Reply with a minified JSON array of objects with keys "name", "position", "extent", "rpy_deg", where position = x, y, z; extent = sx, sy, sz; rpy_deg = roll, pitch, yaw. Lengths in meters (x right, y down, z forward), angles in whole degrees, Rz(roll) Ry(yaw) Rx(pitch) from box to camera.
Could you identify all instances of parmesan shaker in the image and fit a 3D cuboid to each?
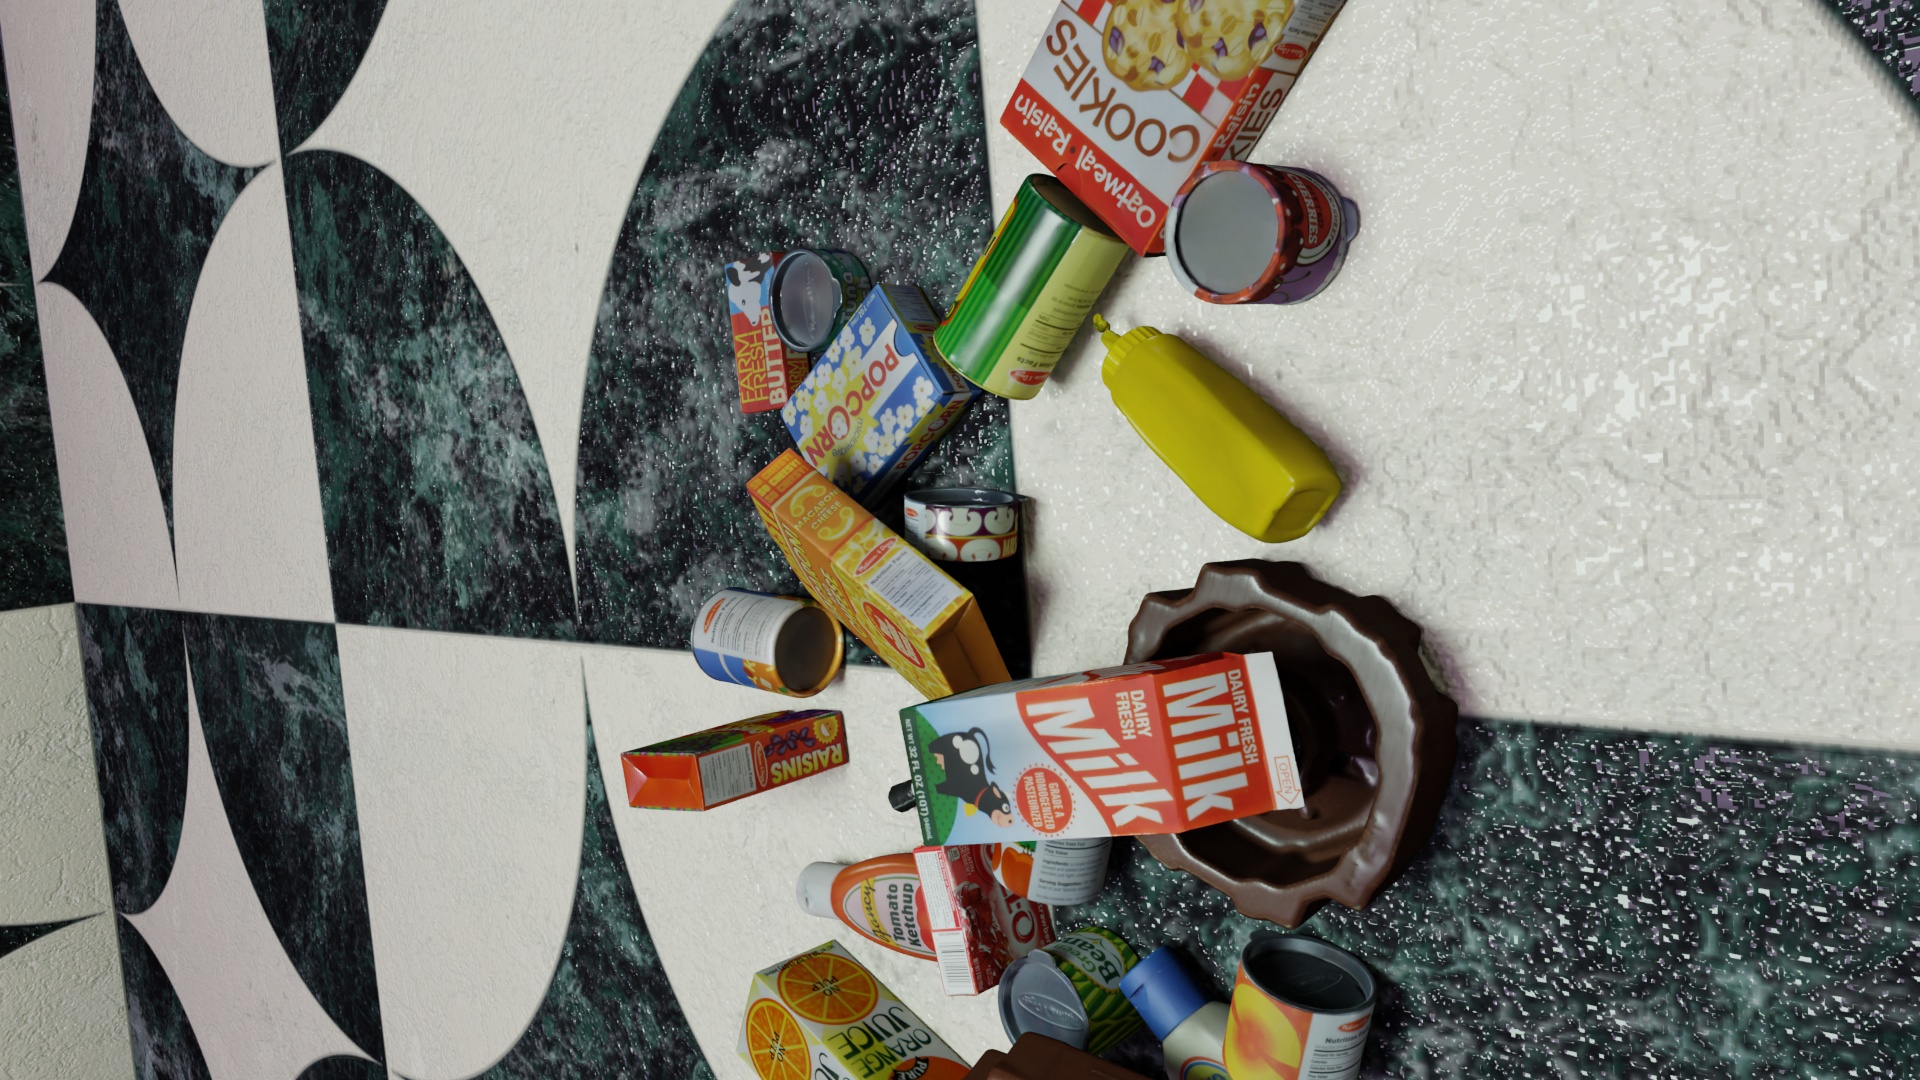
[{"name":"parmesan shaker","position":[0.040,-0.136,0.743],"extent":[0.071,0.071,0.102],"rpy_deg":[49,122,27]}]

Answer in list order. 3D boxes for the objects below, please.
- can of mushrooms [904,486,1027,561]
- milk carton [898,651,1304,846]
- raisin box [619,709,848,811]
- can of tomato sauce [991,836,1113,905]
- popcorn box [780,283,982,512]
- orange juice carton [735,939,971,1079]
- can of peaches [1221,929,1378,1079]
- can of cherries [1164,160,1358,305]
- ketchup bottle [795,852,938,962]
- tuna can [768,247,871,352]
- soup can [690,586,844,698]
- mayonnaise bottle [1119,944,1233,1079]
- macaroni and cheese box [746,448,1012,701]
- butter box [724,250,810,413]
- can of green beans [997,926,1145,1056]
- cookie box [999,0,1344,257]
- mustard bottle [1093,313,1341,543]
[{"name":"can of mushrooms","position":[0.003,-0.010,0.799],"extent":[0.071,0.071,0.033],"rpy_deg":[11,104,42]},{"name":"milk carton","position":[0.069,0.099,0.661],"extent":[0.190,0.073,0.072],"rpy_deg":[-14,86,37]},{"name":"raisin box","position":[-0.149,0.144,0.924],"extent":[0.086,0.124,0.040],"rpy_deg":[-9,91,44]},{"name":"can of tomato sauce","position":[0.054,0.149,0.772],"extent":[0.071,0.071,0.082],"rpy_deg":[22,111,40]},{"name":"popcorn box","position":[-0.052,-0.085,0.857],"extent":[0.126,0.038,0.085],"rpy_deg":[-46,64,38]},{"name":"orange juice carton","position":[-0.057,0.354,0.904],"extent":[0.193,0.072,0.072],"rpy_deg":[32,118,36]},{"name":"can of peaches","position":[0.164,0.234,0.680],"extent":[0.071,0.071,0.058],"rpy_deg":[21,111,40]},{"name":"can of cherries","position":[0.140,-0.144,0.650],"extent":[0.071,0.058,0.071],"rpy_deg":[8,102,43]},{"name":"ketchup bottle","position":[-0.046,0.231,0.895],"extent":[0.148,0.044,0.064],"rpy_deg":[-6,92,45]},{"name":"tuna can","position":[-0.088,-0.153,0.884],"extent":[0.071,0.033,0.071],"rpy_deg":[8,102,43]},{"name":"soup can","position":[-0.127,0.069,0.935],"extent":[0.084,0.071,0.071],"rpy_deg":[6,100,42]},{"name":"mayonnaise bottle","position":[0.142,0.282,0.724],"extent":[0.148,0.041,0.064],"rpy_deg":[50,131,26]},{"name":"macaroni and cheese box","position":[-0.047,0.032,0.819],"extent":[0.167,0.040,0.123],"rpy_deg":[37,162,34]},{"name":"butter box","position":[-0.129,-0.138,0.932],"extent":[0.053,0.024,0.103],"rpy_deg":[-4,93,44]},{"name":"can of green beans","position":[0.064,0.258,0.783],"extent":[0.071,0.058,0.071],"rpy_deg":[8,102,43]},{"name":"cookie box","position":[0.102,-0.244,0.684],"extent":[0.123,0.040,0.166],"rpy_deg":[50,126,27]},{"name":"mustard bottle","position":[0.115,-0.063,0.687],"extent":[0.161,0.065,0.048],"rpy_deg":[49,121,34]}]
